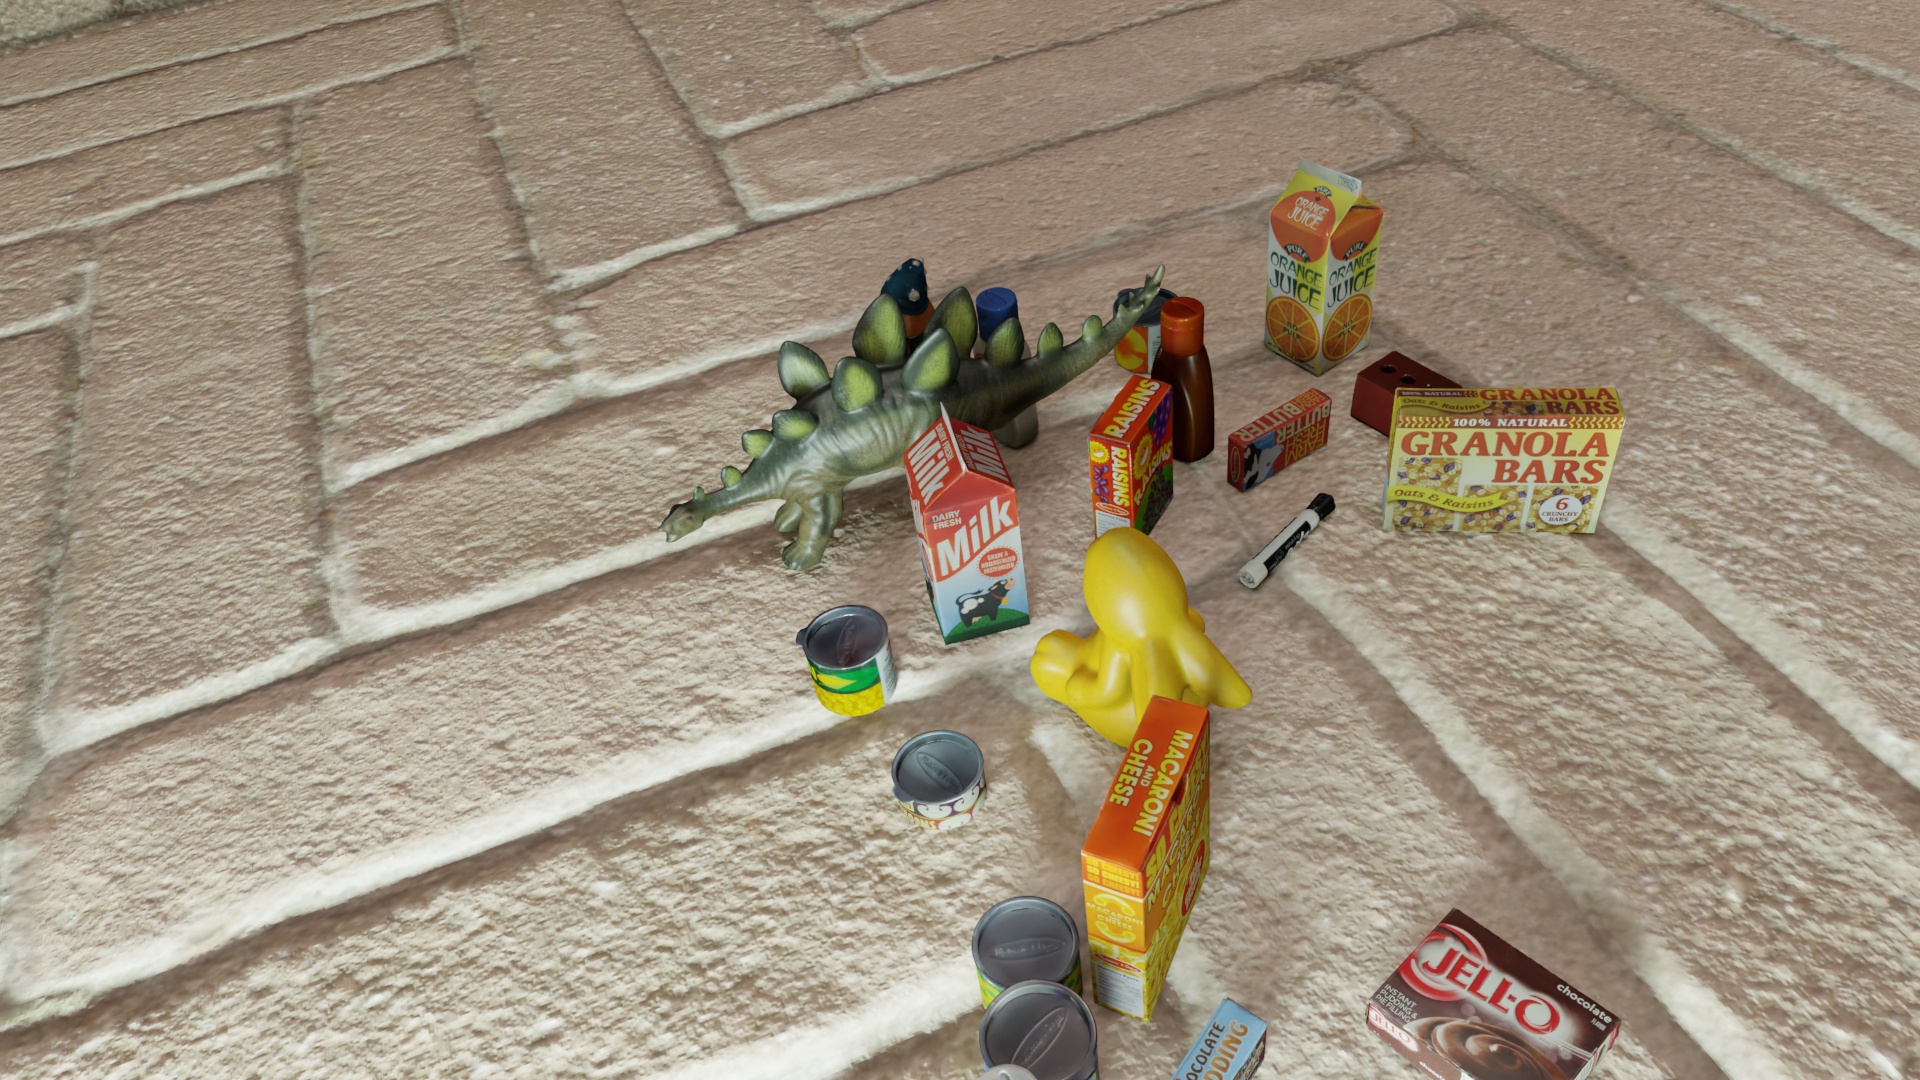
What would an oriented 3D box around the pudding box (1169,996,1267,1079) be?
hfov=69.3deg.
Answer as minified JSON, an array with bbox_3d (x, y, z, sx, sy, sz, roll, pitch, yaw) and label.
[{"bbox_3d":[0.144,0.313,0.803,0.030,0.049,0.084,24,52,30],"label":"pudding box"}]

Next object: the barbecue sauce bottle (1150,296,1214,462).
[{"bbox_3d":[0.193,-0.141,1.210,0.044,0.147,0.065,-29,46,-21],"label":"barbecue sauce bottle"}]

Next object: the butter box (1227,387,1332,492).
[{"bbox_3d":[0.277,-0.088,1.210,0.104,0.052,0.024,-29,47,-21],"label":"butter box"}]

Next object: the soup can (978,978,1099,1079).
[{"bbox_3d":[0.049,0.306,0.801,0.071,0.083,0.072,-4,43,4],"label":"soup can"}]

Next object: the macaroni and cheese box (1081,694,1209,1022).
[{"bbox_3d":[0.117,0.195,0.849,0.040,0.165,0.124,13,47,22],"label":"macaroni and cheese box"}]

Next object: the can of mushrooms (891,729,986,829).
[{"bbox_3d":[-0.017,0.172,0.991,0.071,0.033,0.071,-4,43,4],"label":"can of mushrooms"}]

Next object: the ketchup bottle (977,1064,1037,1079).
[{"bbox_3d":[0.030,0.328,0.733,0.043,0.148,0.065,-9,43,-1],"label":"ketchup bottle"}]

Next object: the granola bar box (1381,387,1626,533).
[{"bbox_3d":[0.427,-0.064,1.109,0.165,0.123,0.039,1,44,10],"label":"granola bar box"}]

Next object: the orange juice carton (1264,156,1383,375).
[{"bbox_3d":[0.334,-0.257,1.280,0.073,0.191,0.072,-31,47,-22],"label":"orange juice carton"}]

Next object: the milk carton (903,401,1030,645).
[{"bbox_3d":[0.004,-0.013,1.072,0.073,0.189,0.073,-14,43,-6],"label":"milk carton"}]

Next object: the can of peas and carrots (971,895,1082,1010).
[{"bbox_3d":[0.043,0.267,0.862,0.071,0.058,0.071,-4,43,4],"label":"can of peas and carrots"}]

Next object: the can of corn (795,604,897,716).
[{"bbox_3d":[-0.087,0.093,1.069,0.071,0.058,0.071,-4,43,4],"label":"can of corn"}]

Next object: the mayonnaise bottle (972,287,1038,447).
[{"bbox_3d":[0.038,-0.157,1.251,0.041,0.147,0.065,-31,47,-23],"label":"mayonnaise bottle"}]

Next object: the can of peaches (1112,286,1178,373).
[{"bbox_3d":[0.180,-0.205,1.347,0.071,0.057,0.071,-4,43,4],"label":"can of peaches"}]

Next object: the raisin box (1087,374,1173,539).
[{"bbox_3d":[0.143,-0.062,1.152,0.040,0.122,0.086,18,49,26],"label":"raisin box"}]
